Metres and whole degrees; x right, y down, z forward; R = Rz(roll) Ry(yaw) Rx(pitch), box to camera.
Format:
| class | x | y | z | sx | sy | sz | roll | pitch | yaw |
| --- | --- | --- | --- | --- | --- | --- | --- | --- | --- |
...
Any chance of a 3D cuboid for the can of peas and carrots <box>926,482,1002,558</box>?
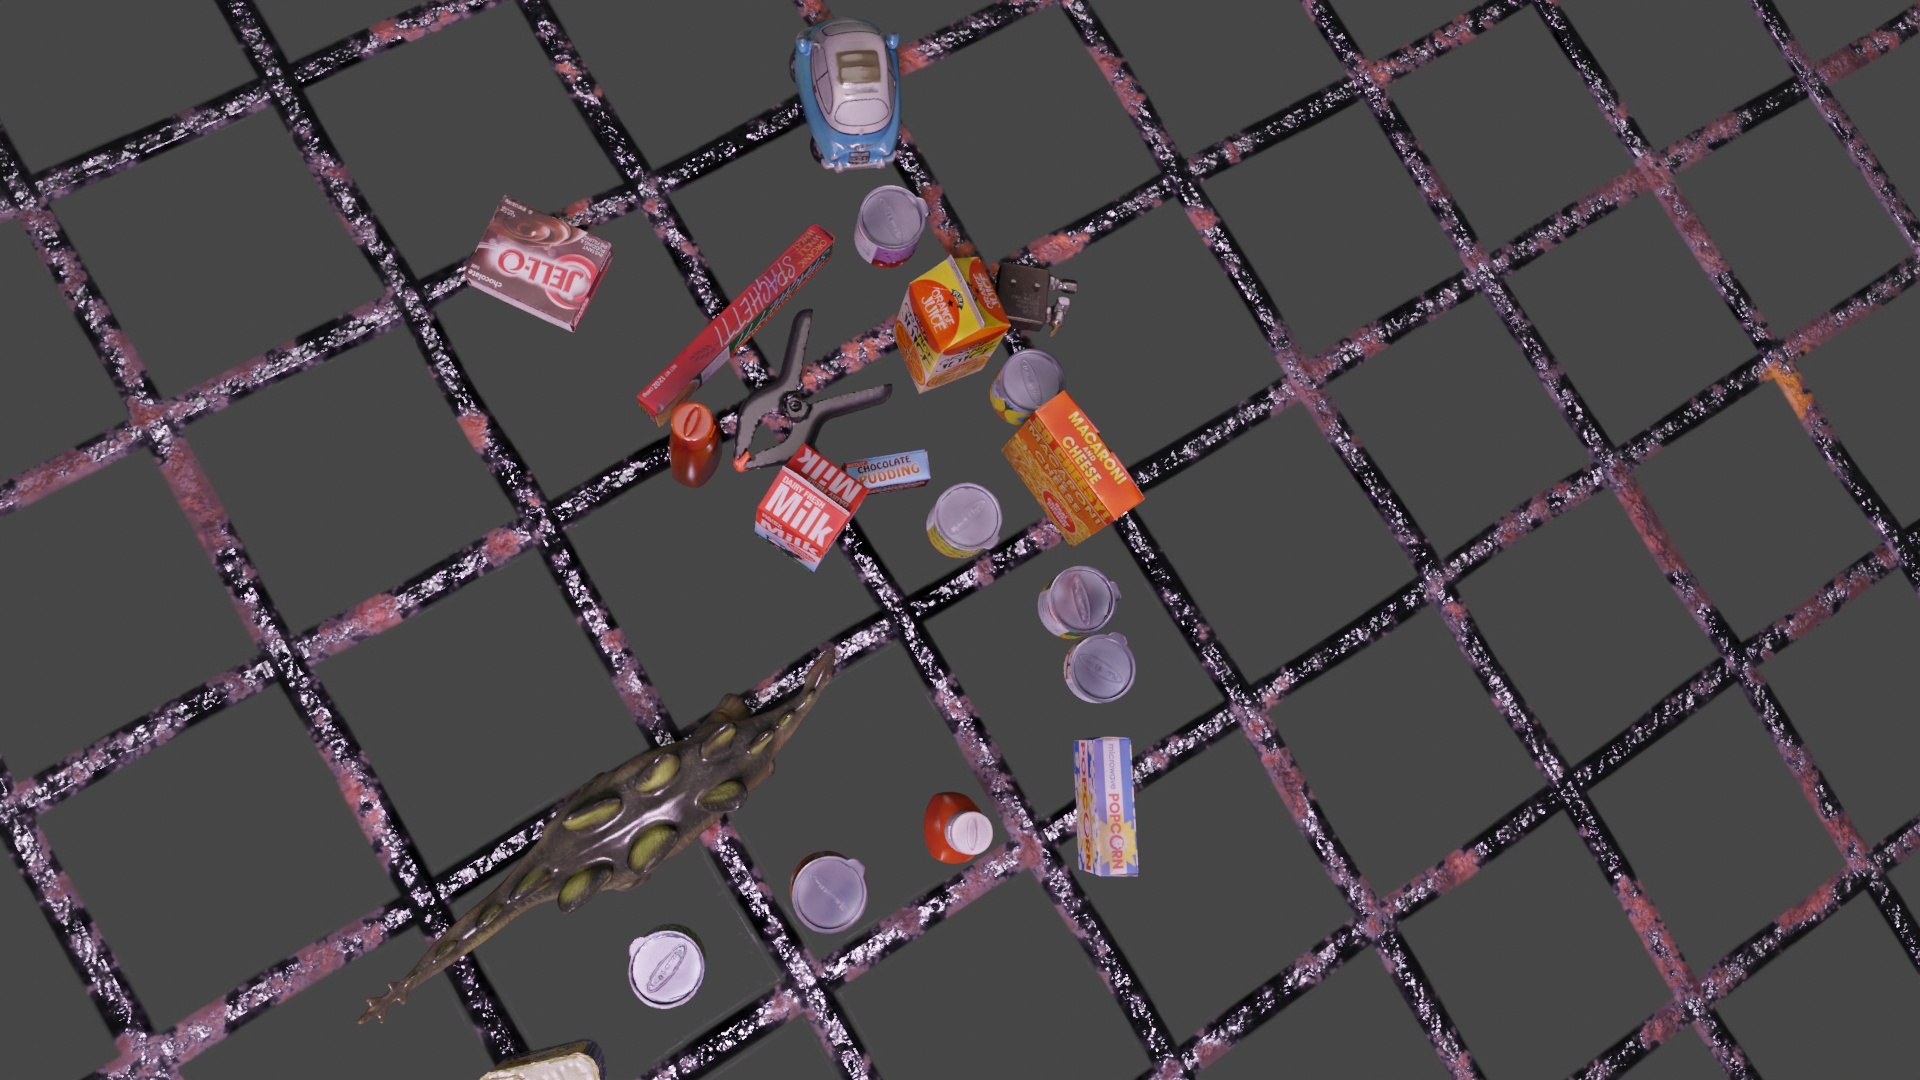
| class | x | y | z | sx | sy | sz | roll | pitch | yaw |
| --- | --- | --- | --- | --- | --- | --- | --- | --- | --- |
| can of peas and carrots | 0.005 | -0.017 | 1.347 | 0.071 | 0.058 | 0.071 | 2 | 81 | -9 |

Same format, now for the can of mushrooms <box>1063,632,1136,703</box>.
| class | x | y | z | sx | sy | sz | roll | pitch | yaw |
| --- | --- | --- | --- | --- | --- | --- | --- | --- | --- |
| can of mushrooms | 0.137 | 0.124 | 1.357 | 0.071 | 0.033 | 0.071 | 2 | 80 | -9 |

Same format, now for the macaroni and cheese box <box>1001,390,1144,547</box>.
| class | x | y | z | sx | sy | sz | roll | pitch | yaw |
| --- | --- | --- | --- | --- | --- | --- | --- | --- | --- |
| macaroni and cheese box | 0.103 | -0.065 | 1.316 | 0.040 | 0.166 | 0.123 | -36 | 88 | -13 |

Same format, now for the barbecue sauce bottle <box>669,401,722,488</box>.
| class | x | y | z | sx | sy | sz | roll | pitch | yaw |
| --- | --- | --- | --- | --- | --- | --- | --- | --- | --- |
| barbecue sauce bottle | -0.243 | -0.092 | 1.272 | 0.044 | 0.148 | 0.065 | 22 | 78 | -5 |

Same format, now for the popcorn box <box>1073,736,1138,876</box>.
| class | x | y | z | sx | sy | sz | roll | pitch | yaw |
| --- | --- | --- | --- | --- | --- | --- | --- | --- | --- |
| popcorn box | 0.136 | 0.249 | 1.309 | 0.038 | 0.085 | 0.127 | -1 | 81 | -9 |

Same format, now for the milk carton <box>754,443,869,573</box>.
| class | x | y | z | sx | sy | sz | roll | pitch | yaw |
| --- | --- | --- | --- | --- | --- | --- | --- | --- | --- |
| milk carton | -0.136 | -0.029 | 1.258 | 0.072 | 0.190 | 0.073 | 35 | 77 | -2 |

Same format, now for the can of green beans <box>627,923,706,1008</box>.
| class | x | y | z | sx | sy | sz | roll | pitch | yaw |
| --- | --- | --- | --- | --- | --- | --- | --- | --- | --- |
| can of green beans | -0.260 | 0.378 | 1.236 | 0.071 | 0.057 | 0.071 | 2 | 81 | -9 |

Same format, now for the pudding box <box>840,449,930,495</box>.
| class | x | y | z | sx | sy | sz | roll | pitch | yaw |
| --- | --- | --- | --- | --- | --- | --- | --- | --- | --- |
| pudding box | -0.073 | -0.064 | 1.346 | 0.084 | 0.049 | 0.030 | -9 | 83 | -11 |

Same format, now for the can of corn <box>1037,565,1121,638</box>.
| class | x | y | z | sx | sy | sz | roll | pitch | yaw |
| --- | --- | --- | --- | --- | --- | --- | --- | --- | --- |
| can of corn | 0.115 | 0.060 | 1.352 | 0.071 | 0.058 | 0.071 | 2 | 81 | -9 |

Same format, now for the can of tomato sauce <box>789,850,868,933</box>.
| class | x | y | z | sx | sy | sz | roll | pitch | yaw |
| --- | --- | --- | --- | --- | --- | --- | --- | --- | --- |
| can of tomato sauce | -0.120 | 0.315 | 1.257 | 0.071 | 0.083 | 0.071 | 2 | 81 | -9 |

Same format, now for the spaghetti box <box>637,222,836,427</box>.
| class | x | y | z | sx | sy | sz | roll | pitch | yaw |
| --- | --- | --- | --- | --- | --- | --- | --- | --- | --- |
| spaghetti box | -0.215 | -0.210 | 1.348 | 0.028 | 0.050 | 0.251 | 42 | 77 | -1 |

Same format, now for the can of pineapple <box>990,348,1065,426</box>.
| class | x | y | z | sx | sy | sz | roll | pitch | yaw |
| --- | --- | --- | --- | --- | --- | --- | --- | --- | --- |
| can of pineapple | 0.064 | -0.151 | 1.380 | 0.071 | 0.057 | 0.071 | 2 | 81 | -9 |

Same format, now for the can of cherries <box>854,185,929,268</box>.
| class | x | y | z | sx | sy | sz | roll | pitch | yaw |
| --- | --- | --- | --- | --- | --- | --- | --- | --- | --- |
| can of cherries | -0.069 | -0.312 | 1.385 | 0.071 | 0.058 | 0.071 | 2 | 81 | -9 |

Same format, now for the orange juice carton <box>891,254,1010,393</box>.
| class | x | y | z | sx | sy | sz | roll | pitch | yaw |
| --- | --- | --- | --- | --- | --- | --- | --- | --- | --- |
| orange juice carton | -0.009 | -0.205 | 1.308 | 0.073 | 0.192 | 0.072 | -23 | 85 | -12 |

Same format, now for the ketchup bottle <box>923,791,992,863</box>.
| class | x | y | z | sx | sy | sz | roll | pitch | yaw |
| --- | --- | --- | --- | --- | --- | --- | --- | --- | --- |
| ketchup bottle | -0.002 | 0.260 | 1.252 | 0.043 | 0.148 | 0.065 | 3 | 81 | -9 |
